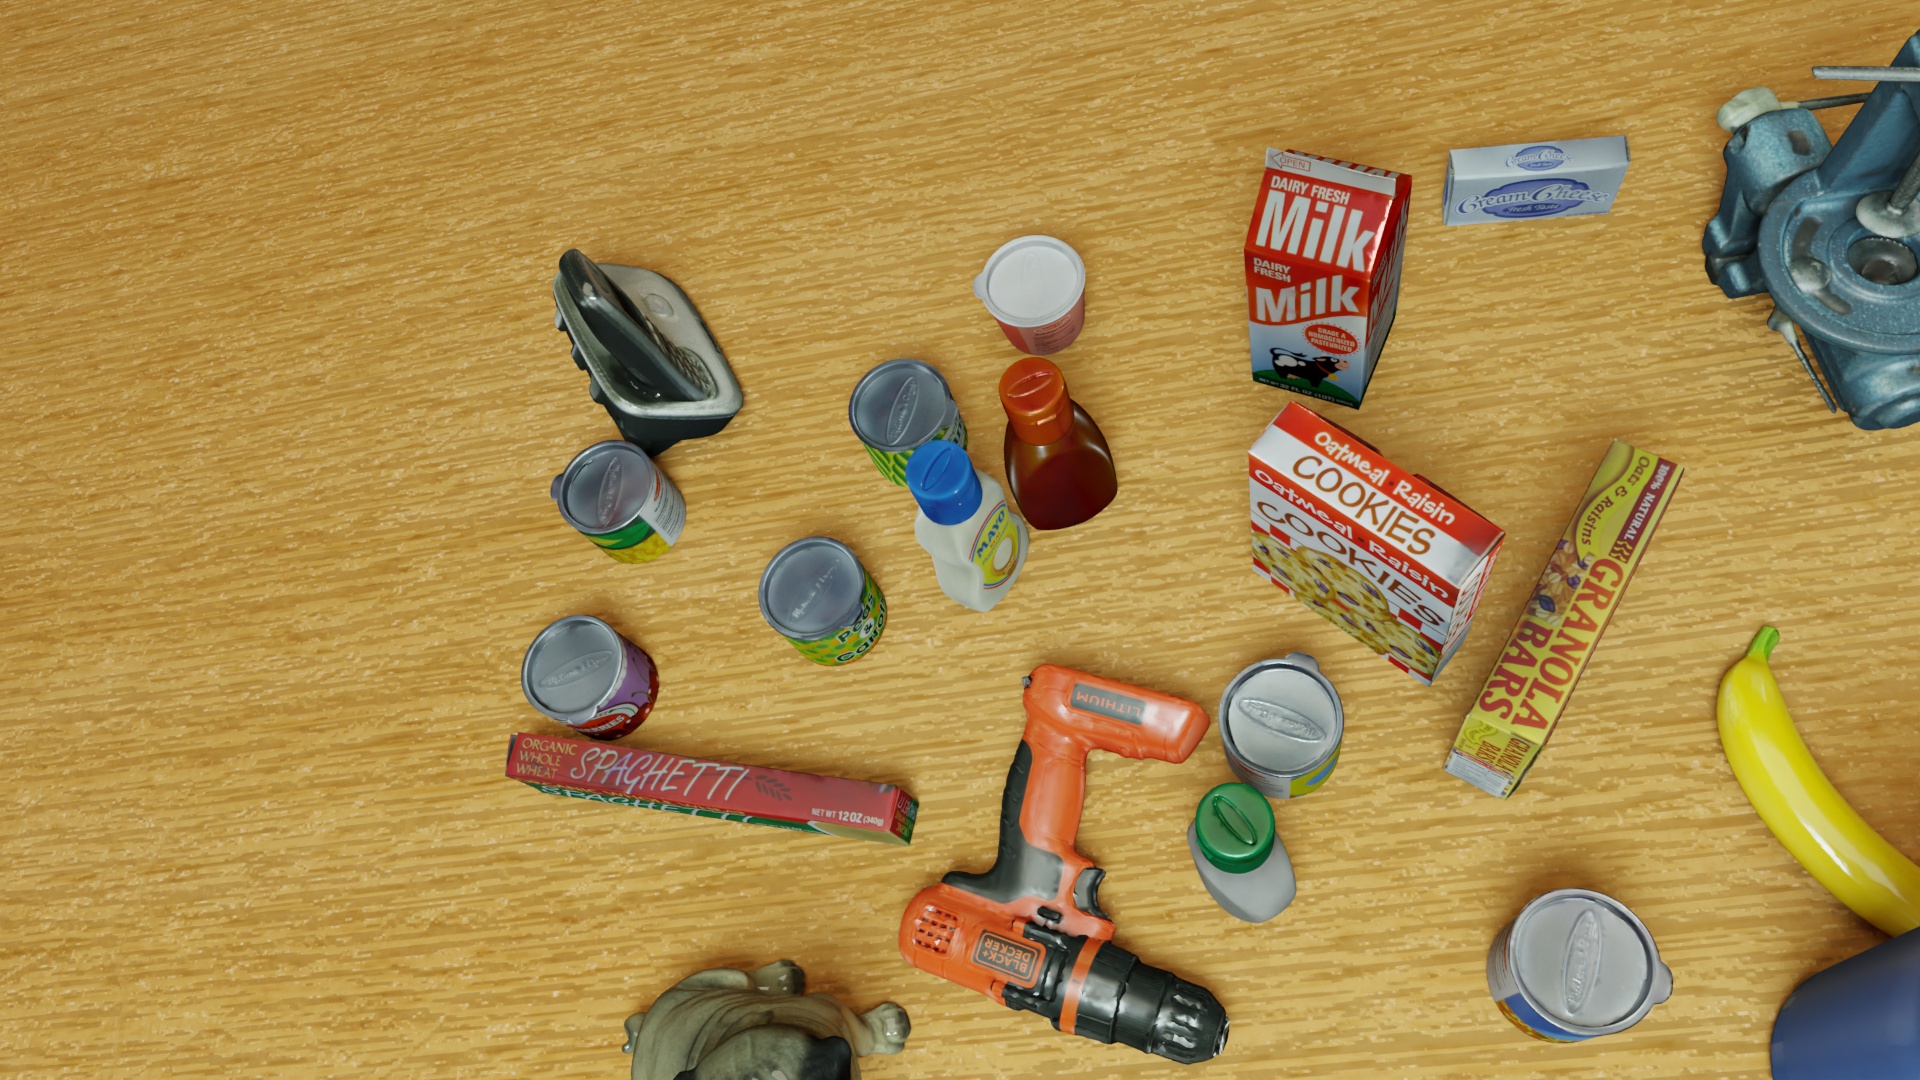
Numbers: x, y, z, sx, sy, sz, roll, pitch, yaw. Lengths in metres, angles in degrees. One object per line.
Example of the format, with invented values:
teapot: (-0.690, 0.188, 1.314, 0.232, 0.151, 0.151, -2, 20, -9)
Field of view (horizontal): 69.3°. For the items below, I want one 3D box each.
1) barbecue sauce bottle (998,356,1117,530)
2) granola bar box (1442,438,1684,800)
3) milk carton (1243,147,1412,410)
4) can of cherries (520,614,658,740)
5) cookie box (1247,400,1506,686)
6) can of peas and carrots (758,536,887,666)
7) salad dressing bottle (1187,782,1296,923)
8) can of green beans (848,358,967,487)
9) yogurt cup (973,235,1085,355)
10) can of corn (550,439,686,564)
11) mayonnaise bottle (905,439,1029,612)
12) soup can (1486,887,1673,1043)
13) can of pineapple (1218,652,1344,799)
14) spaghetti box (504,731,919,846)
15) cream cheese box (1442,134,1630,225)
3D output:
barbecue sauce bottle: (0.054, -0.055, 0.814, 0.065, 0.148, 0.044, -24, 65, 3)
granola bar box: (0.313, 0.046, 0.725, 0.039, 0.124, 0.166, 28, 76, 22)
milk carton: (0.210, -0.158, 0.799, 0.072, 0.190, 0.073, 20, 73, 20)
can of cherries: (-0.230, 0.089, 0.866, 0.071, 0.058, 0.072, -5, 67, 11)
cookie box: (0.216, 0.005, 0.741, 0.123, 0.167, 0.040, 37, 80, 24)
can of peas and carrots: (-0.081, 0.040, 0.854, 0.071, 0.058, 0.071, -5, 67, 11)
salad dressing bottle: (0.141, 0.157, 0.703, 0.044, 0.147, 0.064, -37, 65, -4)
can of green beans: (-0.032, -0.074, 0.892, 0.071, 0.057, 0.071, -5, 67, 11)
yogurt cup: (0.051, -0.157, 0.911, 0.072, 0.053, 0.072, -5, 66, 11)
can of corn: (-0.224, -0.024, 0.913, 0.071, 0.058, 0.071, -5, 67, 11)
mayonnaise bottle: (0.003, -0.010, 0.806, 0.041, 0.147, 0.065, 25, 75, 21)
soup can: (0.300, 0.211, 0.680, 0.071, 0.083, 0.071, -5, 67, 11)
can of pineapple: (0.178, 0.104, 0.768, 0.071, 0.057, 0.071, -5, 67, 11)
spaghetti box: (-0.151, 0.148, 0.828, 0.250, 0.050, 0.029, 5, 69, 15)
cream cheese box: (0.358, -0.224, 0.870, 0.104, 0.053, 0.024, -2, 67, 12)
